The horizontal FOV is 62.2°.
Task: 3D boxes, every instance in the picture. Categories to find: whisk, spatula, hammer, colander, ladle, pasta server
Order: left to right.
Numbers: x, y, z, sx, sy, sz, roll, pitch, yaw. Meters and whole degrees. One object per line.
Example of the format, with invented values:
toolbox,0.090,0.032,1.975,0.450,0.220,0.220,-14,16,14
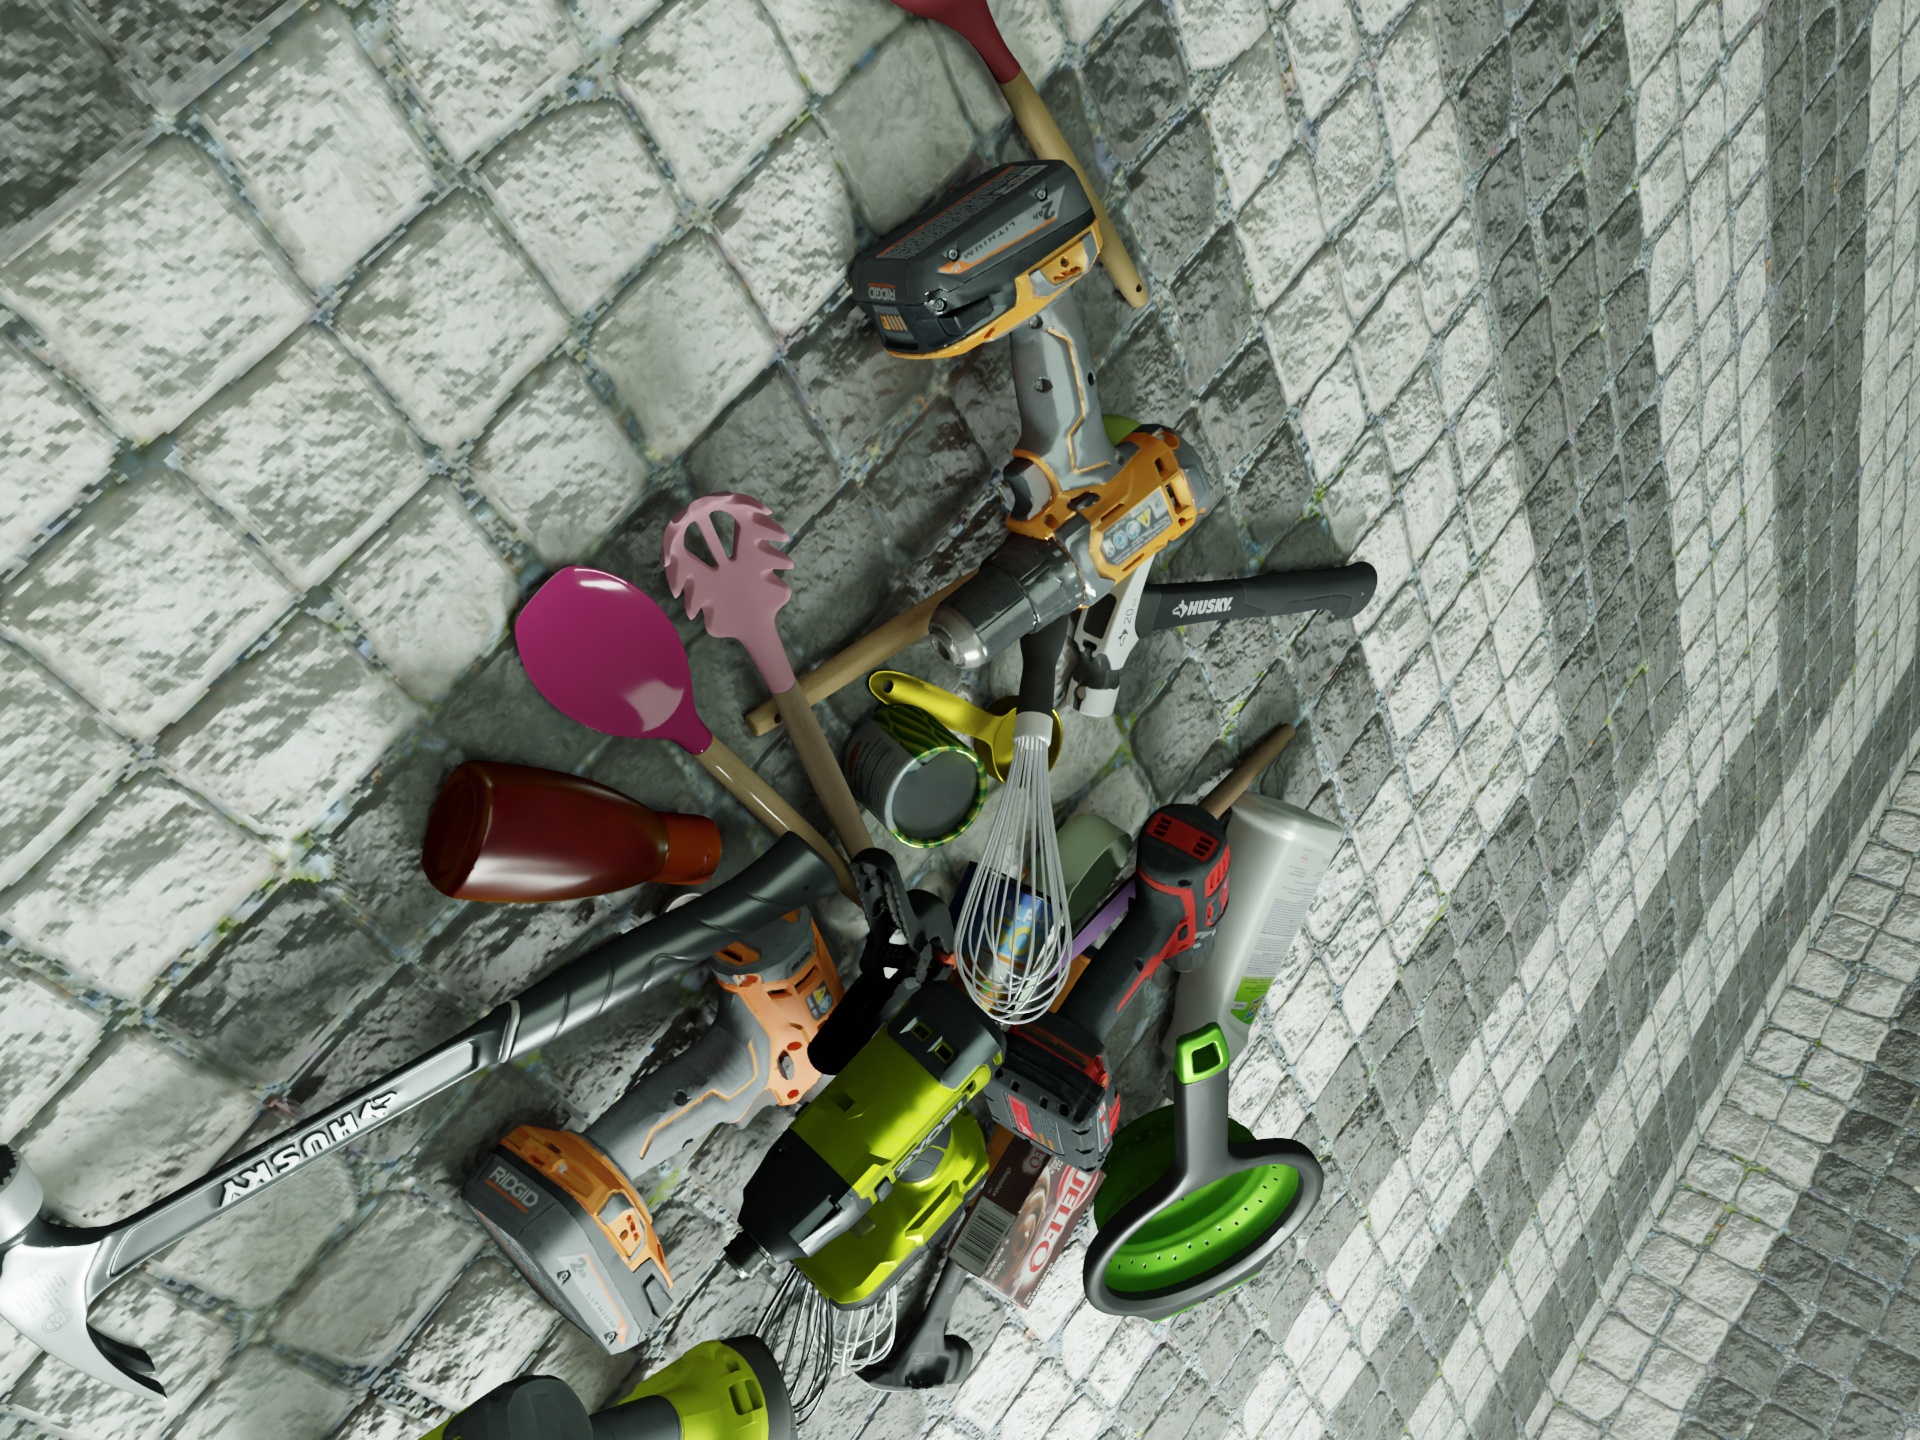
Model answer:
hammer,-0.228,0.159,0.741,0.409,0.036,0.149,-27,129,-28
pasta server,-0.082,0.004,0.835,0.060,0.040,0.315,-28,132,-9
whisk,-0.088,0.331,1.002,0.055,0.055,0.239,9,97,-49
whisk,-0.055,0.312,1.034,0.059,0.058,0.246,-44,145,-77
ladle,0.002,-0.083,0.919,0.320,0.062,0.078,-34,133,-24
hammer,0.024,0.314,1.124,0.127,0.034,0.337,26,88,-51
whisk,0.038,0.035,0.926,0.070,0.070,0.285,37,52,-49
ladle,0.035,-0.324,0.847,0.069,0.031,0.315,-58,141,-9
colander,0.161,0.309,1.176,0.204,0.095,0.396,-21,138,-11
spatula,0.160,0.088,1.161,0.316,0.018,0.059,-39,161,-36
hammer,0.201,-0.092,1.123,0.334,0.035,0.146,-10,120,-46

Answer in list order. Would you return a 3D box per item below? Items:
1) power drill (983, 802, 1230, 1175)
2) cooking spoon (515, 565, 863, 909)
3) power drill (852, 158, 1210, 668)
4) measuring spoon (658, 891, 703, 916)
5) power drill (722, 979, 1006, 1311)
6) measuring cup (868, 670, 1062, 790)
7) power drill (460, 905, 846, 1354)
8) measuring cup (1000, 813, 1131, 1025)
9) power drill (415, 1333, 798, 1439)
power drill,0.110,0.182,1.061,0.227,0.080,0.187,-54,155,-23
cooking spoon,-0.124,0.025,0.840,0.069,0.017,0.318,-50,137,-10
power drill,0.026,-0.153,0.842,0.185,0.084,0.226,-39,122,-18
measuring spoon,-0.183,0.126,0.829,0.124,0.018,0.034,-29,114,-28
power drill,-0.051,0.245,0.866,0.171,0.080,0.223,-44,160,-19
measuring cup,-0.002,-0.003,0.963,0.156,0.029,0.062,23,89,-38
power drill,-0.141,0.222,0.867,0.226,0.084,0.164,-45,135,-29
measuring cup,0.057,0.134,1.081,0.083,0.038,0.167,-10,134,-61
power drill,-0.214,0.398,0.836,0.190,0.080,0.228,-38,150,22
